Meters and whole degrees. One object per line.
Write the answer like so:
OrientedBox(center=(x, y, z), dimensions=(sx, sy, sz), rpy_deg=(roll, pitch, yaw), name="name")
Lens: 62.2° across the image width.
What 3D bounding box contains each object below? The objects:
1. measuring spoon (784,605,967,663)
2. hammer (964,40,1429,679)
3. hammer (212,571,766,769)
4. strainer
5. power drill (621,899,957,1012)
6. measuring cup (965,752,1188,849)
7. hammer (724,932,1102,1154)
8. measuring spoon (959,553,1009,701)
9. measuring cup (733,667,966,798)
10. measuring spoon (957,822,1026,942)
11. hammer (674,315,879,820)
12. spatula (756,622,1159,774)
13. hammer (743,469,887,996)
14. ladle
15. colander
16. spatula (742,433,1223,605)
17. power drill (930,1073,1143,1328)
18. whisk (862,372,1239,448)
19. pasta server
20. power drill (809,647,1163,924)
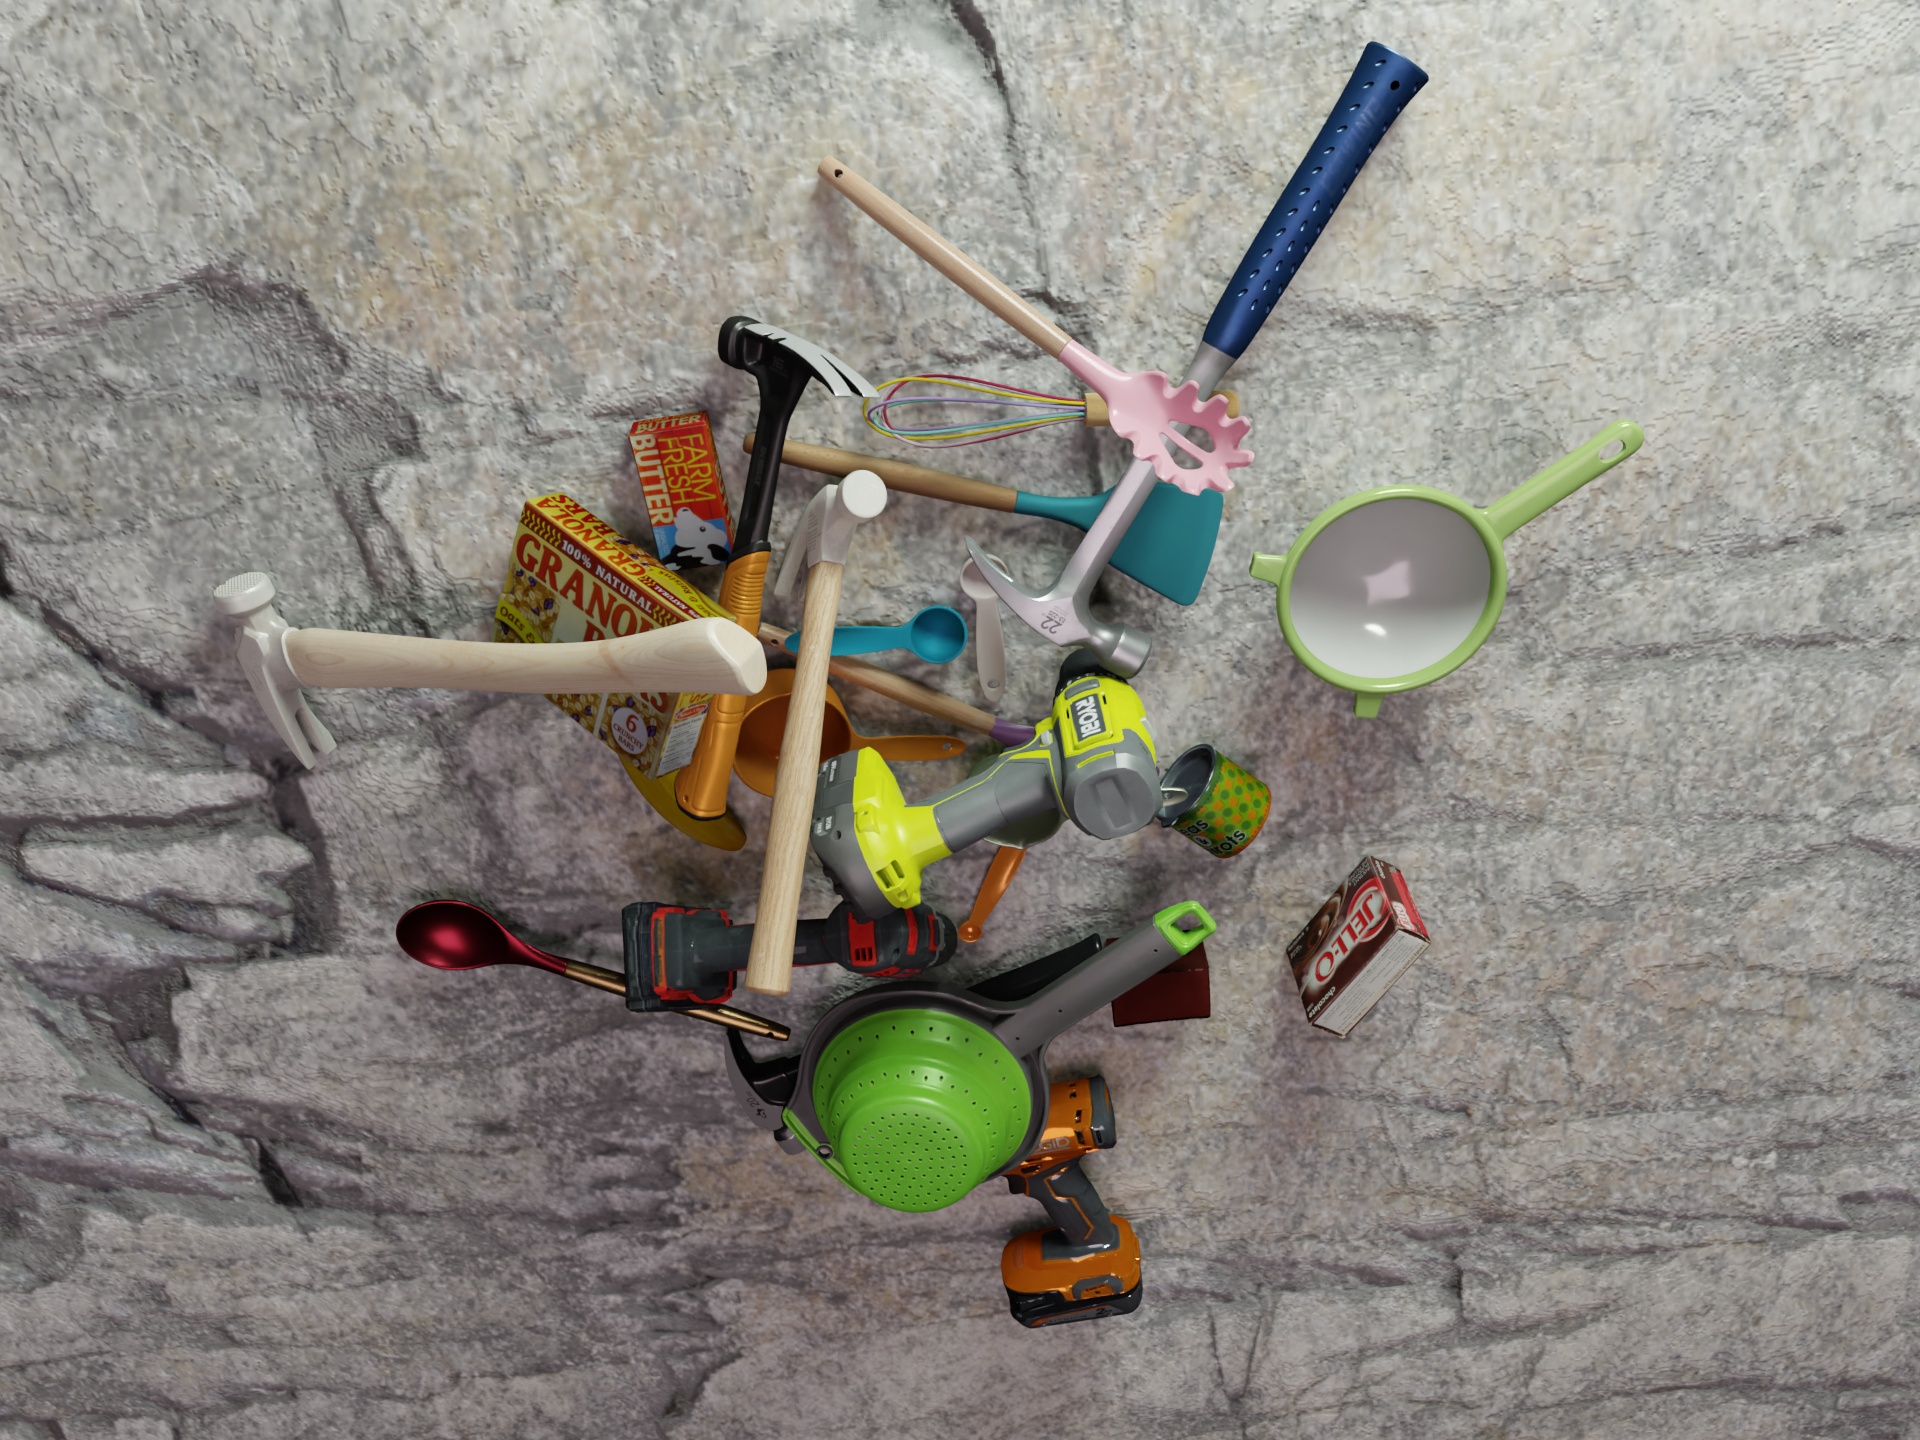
OrientedBox(center=(-0.059, -0.060, 1.119), dimensions=(0.128, 0.021, 0.042), rpy_deg=(-3, 109, 0), name="measuring spoon")
OrientedBox(center=(0.150, -0.223, 0.986), dimensions=(0.144, 0.035, 0.405), rpy_deg=(27, 108, -14), name="hammer")
OrientedBox(center=(-0.309, -0.028, 1.046), dimensions=(0.411, 0.038, 0.146), rpy_deg=(2, 124, 24), name="hammer")
OrientedBox(center=(0.326, -0.126, 1.058), dimensions=(0.256, 0.069, 0.151), rpy_deg=(-35, 113, 17), name="strainer")
OrientedBox(center=(-0.119, 0.169, 1.193), dimensions=(0.227, 0.187, 0.080), rpy_deg=(-8, 79, 15), name="power drill")
OrientedBox(center=(0.082, 0.051, 1.162), dimensions=(0.167, 0.038, 0.083), rpy_deg=(-7, 135, 13), name="measuring cup")
OrientedBox(center=(-0.036, 0.245, 1.293), dimensions=(0.335, 0.035, 0.146), rpy_deg=(-24, 118, 13), name="hammer")
OrientedBox(center=(0.019, -0.066, 1.126), dimensions=(0.034, 0.018, 0.124), rpy_deg=(-5, 127, 0), name="measuring spoon")
OrientedBox(center=(-0.084, 0.007, 1.148), dimensions=(0.173, 0.052, 0.095), rpy_deg=(1, 120, -19), name="measuring cup")
OrientedBox(center=(0.027, 0.126, 1.239), dimensions=(0.021, 0.011, 0.117), rpy_deg=(20, 115, -12), name="measuring spoon")
OrientedBox(center=(-0.137, -0.081, 1.035), dimensions=(0.034, 0.127, 0.336), rpy_deg=(-9, 123, -44), name="hammer")
OrientedBox(center=(-0.002, -0.004, 1.157), dimensions=(0.315, 0.018, 0.059), rpy_deg=(23, 125, -14), name="spatula")
OrientedBox(center=(-0.103, 0.010, 1.030), dimensions=(0.031, 0.130, 0.331), rpy_deg=(11, 79, -22), name="hammer")
OrientedBox(center=(-0.285, 0.202, 1.252), dimensions=(0.315, 0.031, 0.069), rpy_deg=(18, 119, -4), name="ladle")
OrientedBox(center=(0.028, 0.267, 1.212), dimensions=(0.397, 0.094, 0.204), rpy_deg=(-36, 105, 19), name="colander")
OrientedBox(center=(0.012, -0.150, 1.056), dimensions=(0.317, 0.044, 0.082), rpy_deg=(11, 112, -5), name="spatula")
OrientedBox(center=(0.065, 0.412, 1.368), dimensions=(0.164, 0.084, 0.226), rpy_deg=(-11, 116, 7), name="power drill")
OrientedBox(center=(0.059, -0.202, 1.028), dimensions=(0.245, 0.051, 0.047), rpy_deg=(-2, 115, -3), name="whisk")
OrientedBox(center=(0.041, -0.241, 0.952), dimensions=(0.316, 0.040, 0.060), rpy_deg=(38, 93, 1), name="pasta server")
OrientedBox(center=(0.020, 0.035, 1.075), dimensions=(0.228, 0.191, 0.080), rpy_deg=(-22, 117, 10), name="power drill")
